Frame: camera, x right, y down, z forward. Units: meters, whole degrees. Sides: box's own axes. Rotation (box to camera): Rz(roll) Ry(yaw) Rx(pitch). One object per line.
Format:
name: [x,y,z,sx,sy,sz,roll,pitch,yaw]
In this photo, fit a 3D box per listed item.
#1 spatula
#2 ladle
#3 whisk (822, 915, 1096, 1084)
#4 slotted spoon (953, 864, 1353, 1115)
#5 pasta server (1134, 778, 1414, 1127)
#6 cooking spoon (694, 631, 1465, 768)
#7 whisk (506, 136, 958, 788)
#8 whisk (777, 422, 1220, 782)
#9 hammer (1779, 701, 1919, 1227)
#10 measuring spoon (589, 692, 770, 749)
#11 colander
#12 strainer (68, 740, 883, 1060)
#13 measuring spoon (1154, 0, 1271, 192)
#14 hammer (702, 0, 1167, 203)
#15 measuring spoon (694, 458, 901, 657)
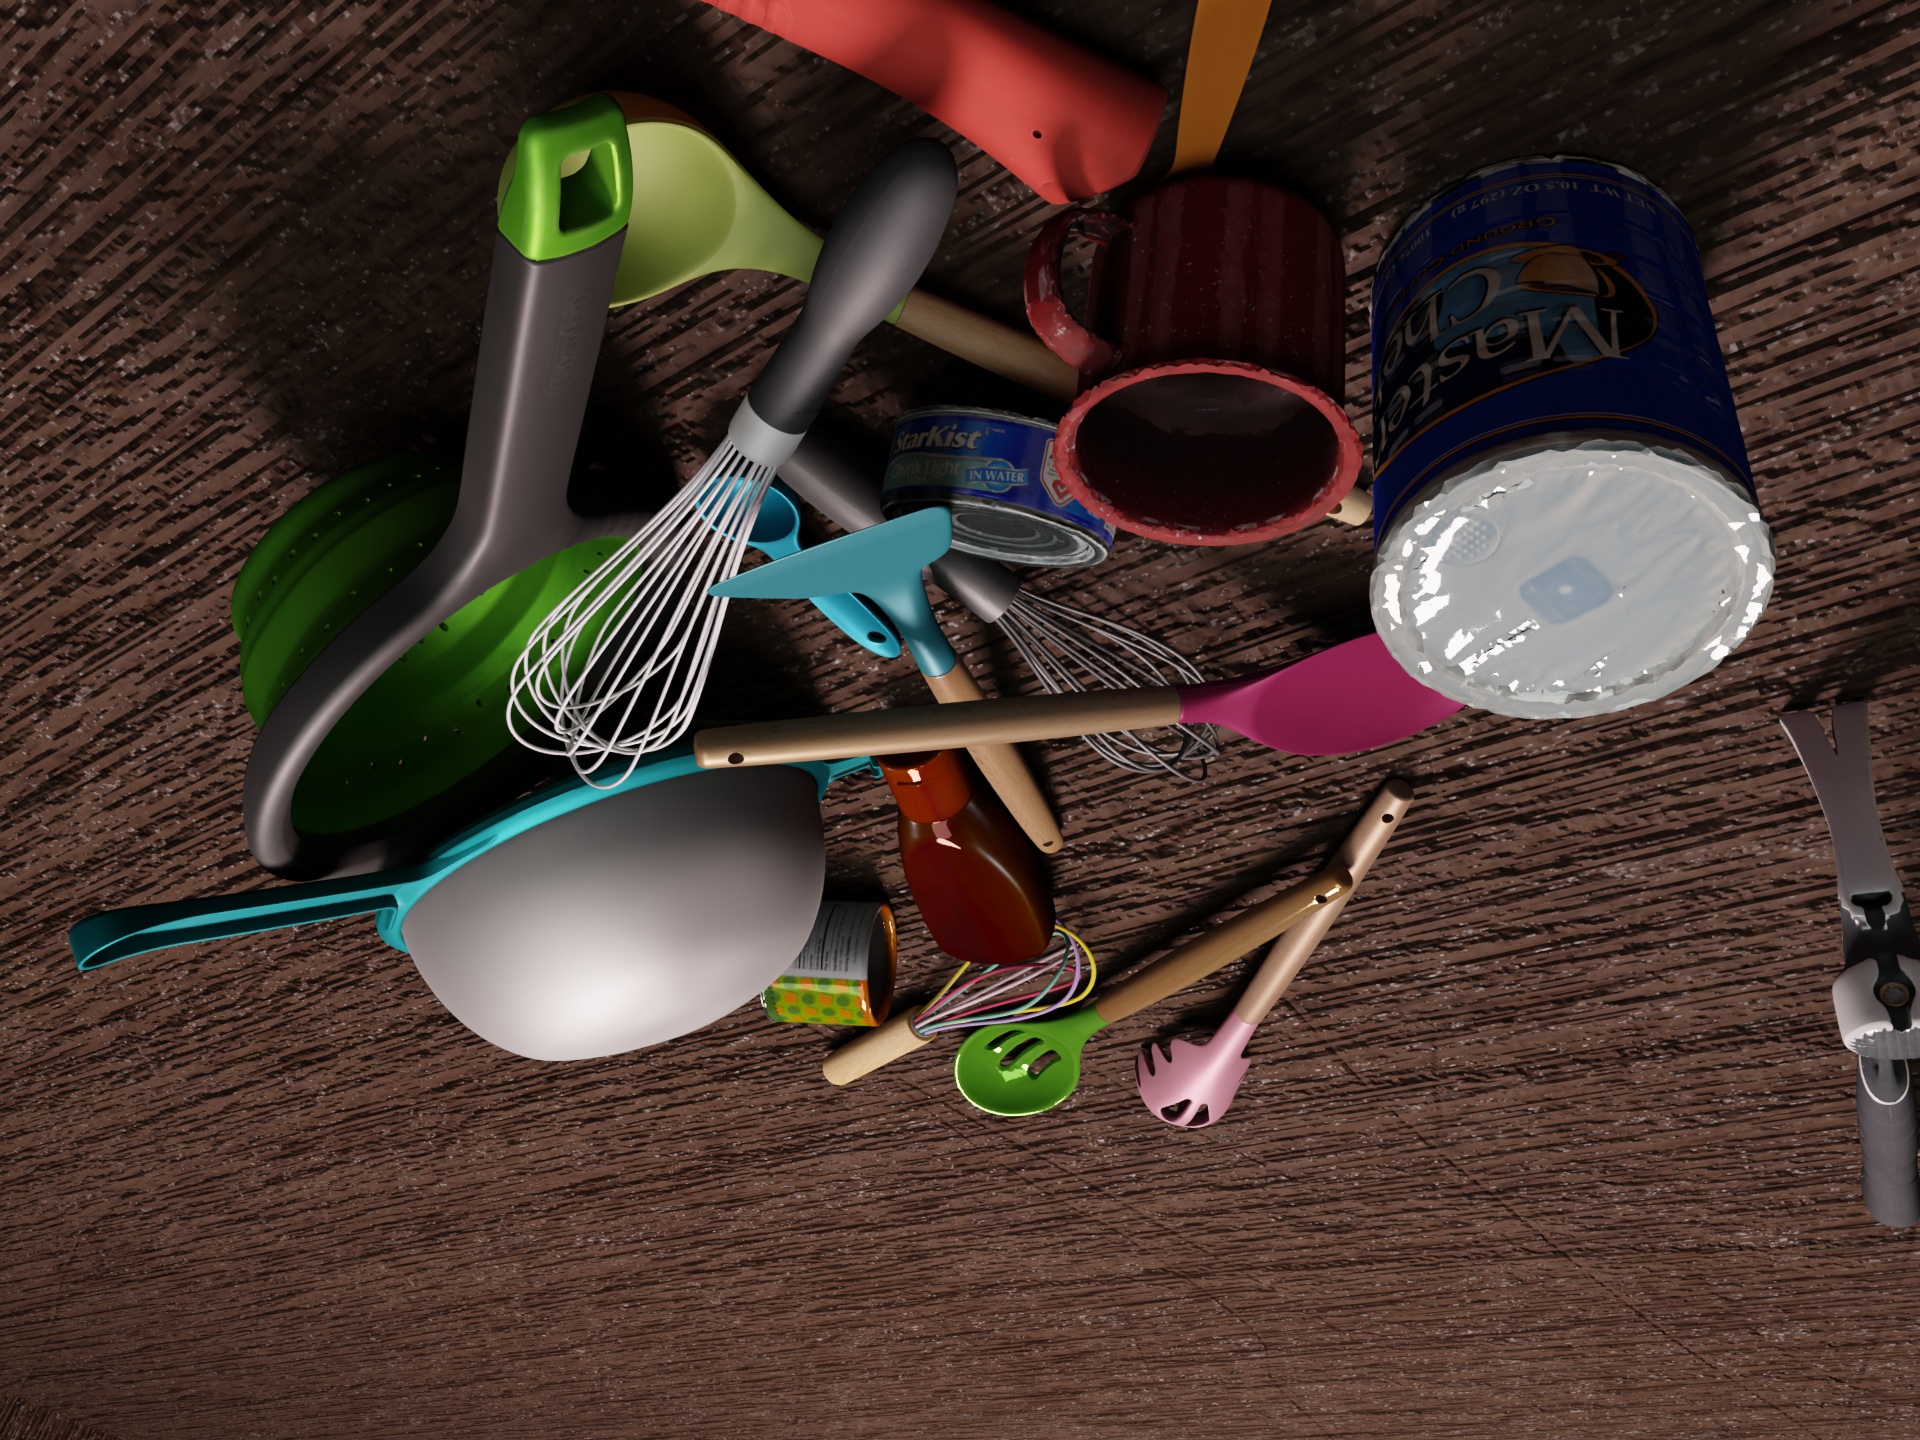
spatula: [-0.001,-0.002,0.635,0.082,0.044,0.317,-19,149,10]
ladle: [0.003,-0.123,0.541,0.320,0.062,0.078,21,139,-14]
whisk: [-0.007,0.166,0.887,0.047,0.051,0.245,26,141,-24]
slotted spoon: [0.094,0.144,0.835,0.070,0.031,0.313,35,137,-12]
pasta server: [0.158,0.129,0.817,0.060,0.040,0.316,15,136,-4]
cooking spoon: [0.058,-0.004,0.611,0.319,0.017,0.068,-6,135,-14]
whisk: [-0.078,-0.075,0.535,0.070,0.070,0.284,27,128,-17]
whisk: [0.015,-0.047,0.633,0.238,0.055,0.055,35,135,-19]
hammer: [0.412,0.145,0.716,0.036,0.149,0.408,-11,144,25]
measuring spoon: [-0.114,0.001,0.748,0.124,0.018,0.034,4,138,-1]
colander: [-0.186,-0.079,0.563,0.094,0.204,0.397,46,144,9]
strainer: [-0.181,0.098,0.663,0.211,0.095,0.340,-35,162,34]
measuring spoon: [0.077,-0.200,0.470,0.021,0.011,0.116,9,136,-1]
hammer: [-0.105,-0.245,0.442,0.359,0.037,0.149,21,139,-10]
measuring spoon: [-0.060,-0.067,0.655,0.042,0.021,0.128,-9,145,31]
